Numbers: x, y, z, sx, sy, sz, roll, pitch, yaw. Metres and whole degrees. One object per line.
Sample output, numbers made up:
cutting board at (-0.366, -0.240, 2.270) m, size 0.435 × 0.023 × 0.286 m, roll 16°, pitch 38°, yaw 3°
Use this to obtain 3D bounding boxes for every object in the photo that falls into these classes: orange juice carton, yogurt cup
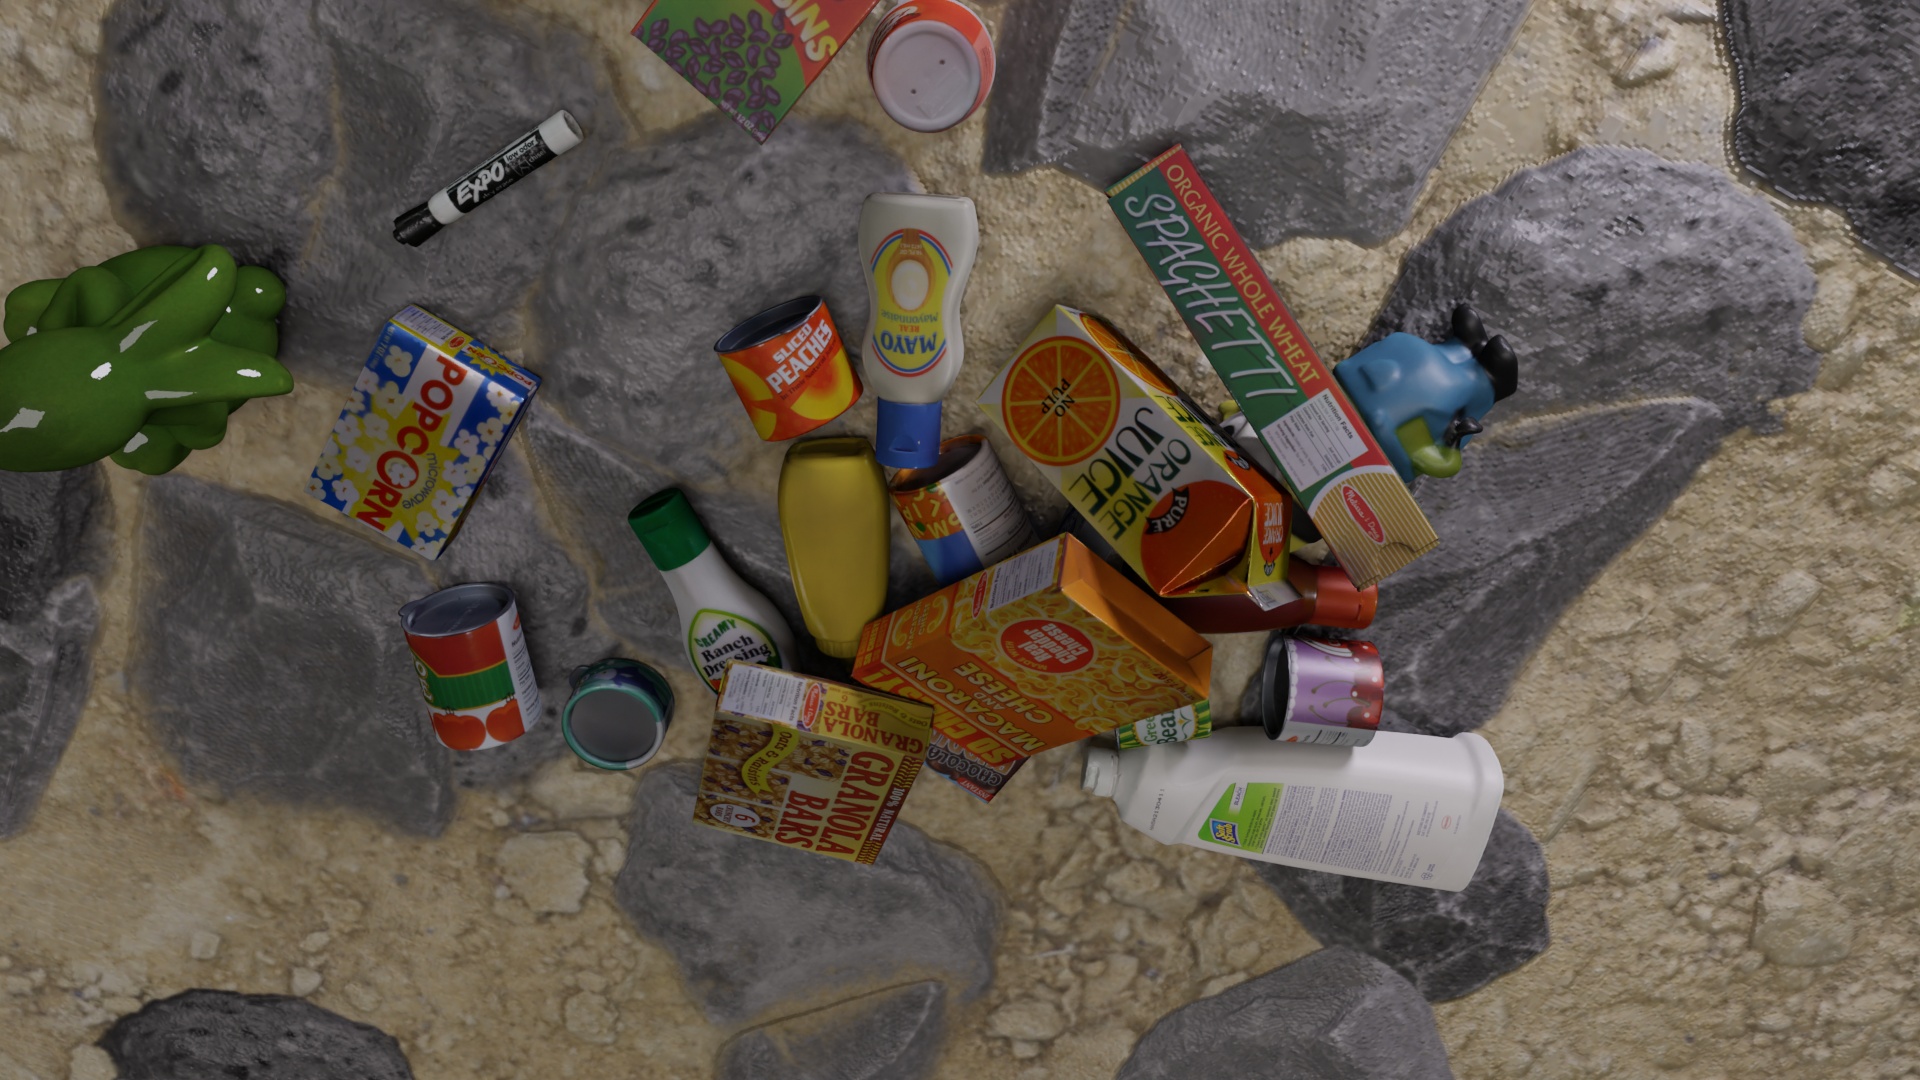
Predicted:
orange juice carton at (0.105, -0.035, 0.740) m, size 0.193 × 0.072 × 0.072 m, roll 48°, pitch 112°, yaw 19°
yogurt cup at (-0.016, -0.240, 0.709) m, size 0.072 × 0.054 × 0.072 m, roll 0°, pitch 116°, yaw 1°

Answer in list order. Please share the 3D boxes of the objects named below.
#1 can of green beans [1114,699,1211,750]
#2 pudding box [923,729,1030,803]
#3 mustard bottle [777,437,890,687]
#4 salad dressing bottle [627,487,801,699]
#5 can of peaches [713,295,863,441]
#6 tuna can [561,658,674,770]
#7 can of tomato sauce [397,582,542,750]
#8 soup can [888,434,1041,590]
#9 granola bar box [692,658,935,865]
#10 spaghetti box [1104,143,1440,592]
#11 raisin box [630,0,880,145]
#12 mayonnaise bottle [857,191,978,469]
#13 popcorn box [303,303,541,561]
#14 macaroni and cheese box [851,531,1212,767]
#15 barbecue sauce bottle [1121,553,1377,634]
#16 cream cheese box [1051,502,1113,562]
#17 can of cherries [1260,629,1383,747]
can of green beans at (0.120, 0.092, 0.854) m, size 0.058 × 0.071 × 0.071 m, roll -8°, pitch 115°, yaw 5°
pudding box at (-0.002, 0.126, 0.892) m, size 0.083 × 0.030 × 0.049 m, roll 35°, pitch 112°, yaw -14°
mustard bottle at (-0.072, 0.018, 0.833) m, size 0.065 × 0.049 × 0.159 m, roll -2°, pitch 116°, yaw 0°
salad dressing bottle at (-0.150, 0.038, 0.846) m, size 0.064 × 0.044 × 0.147 m, roll -22°, pitch 112°, yaw 13°
can of peaches at (-0.093, -0.095, 0.769) m, size 0.071 × 0.071 × 0.058 m, roll -20°, pitch 114°, yaw 10°
tuna can at (-0.221, 0.110, 0.887) m, size 0.071 × 0.033 × 0.070 m, roll 0°, pitch 115°, yaw 0°
can of tomato sauce at (-0.301, 0.077, 0.854) m, size 0.071 × 0.071 × 0.082 m, roll -4°, pitch 116°, yaw 3°
soup can at (0.003, -0.010, 0.811) m, size 0.071 × 0.071 × 0.083 m, roll -24°, pitch 112°, yaw 12°
granola bar box at (-0.095, 0.140, 0.855) m, size 0.124 × 0.039 × 0.164 m, roll 15°, pitch 144°, yaw -6°
spaghetti box at (0.162, -0.092, 0.731) m, size 0.050 × 0.029 × 0.250 m, roll -33°, pitch 84°, yaw 13°
raisin box at (-0.094, -0.277, 0.701) m, size 0.086 × 0.040 × 0.123 m, roll 40°, pitch 109°, yaw -15°
mayonnaise bottle at (-0.026, -0.115, 0.765) m, size 0.065 × 0.041 × 0.147 m, roll 5°, pitch 107°, yaw 5°
popcorn box at (-0.311, -0.061, 0.805) m, size 0.085 × 0.038 × 0.126 m, roll 31°, pitch 112°, yaw -13°
macaroni and cheese box at (0.039, 0.068, 0.789) m, size 0.123 × 0.040 × 0.166 m, roll 37°, pitch 138°, yaw -28°
barbecue sauce bottle at (0.173, 0.028, 0.836) m, size 0.149 × 0.044 × 0.064 m, roll 7°, pitch 115°, yaw -3°
cream cheese box at (0.066, 0.013, 0.825) m, size 0.024 × 0.053 × 0.103 m, roll 22°, pitch 114°, yaw -8°
can of cherries at (0.221, 0.089, 0.852) m, size 0.058 × 0.072 × 0.071 m, roll 5°, pitch 115°, yaw -1°
